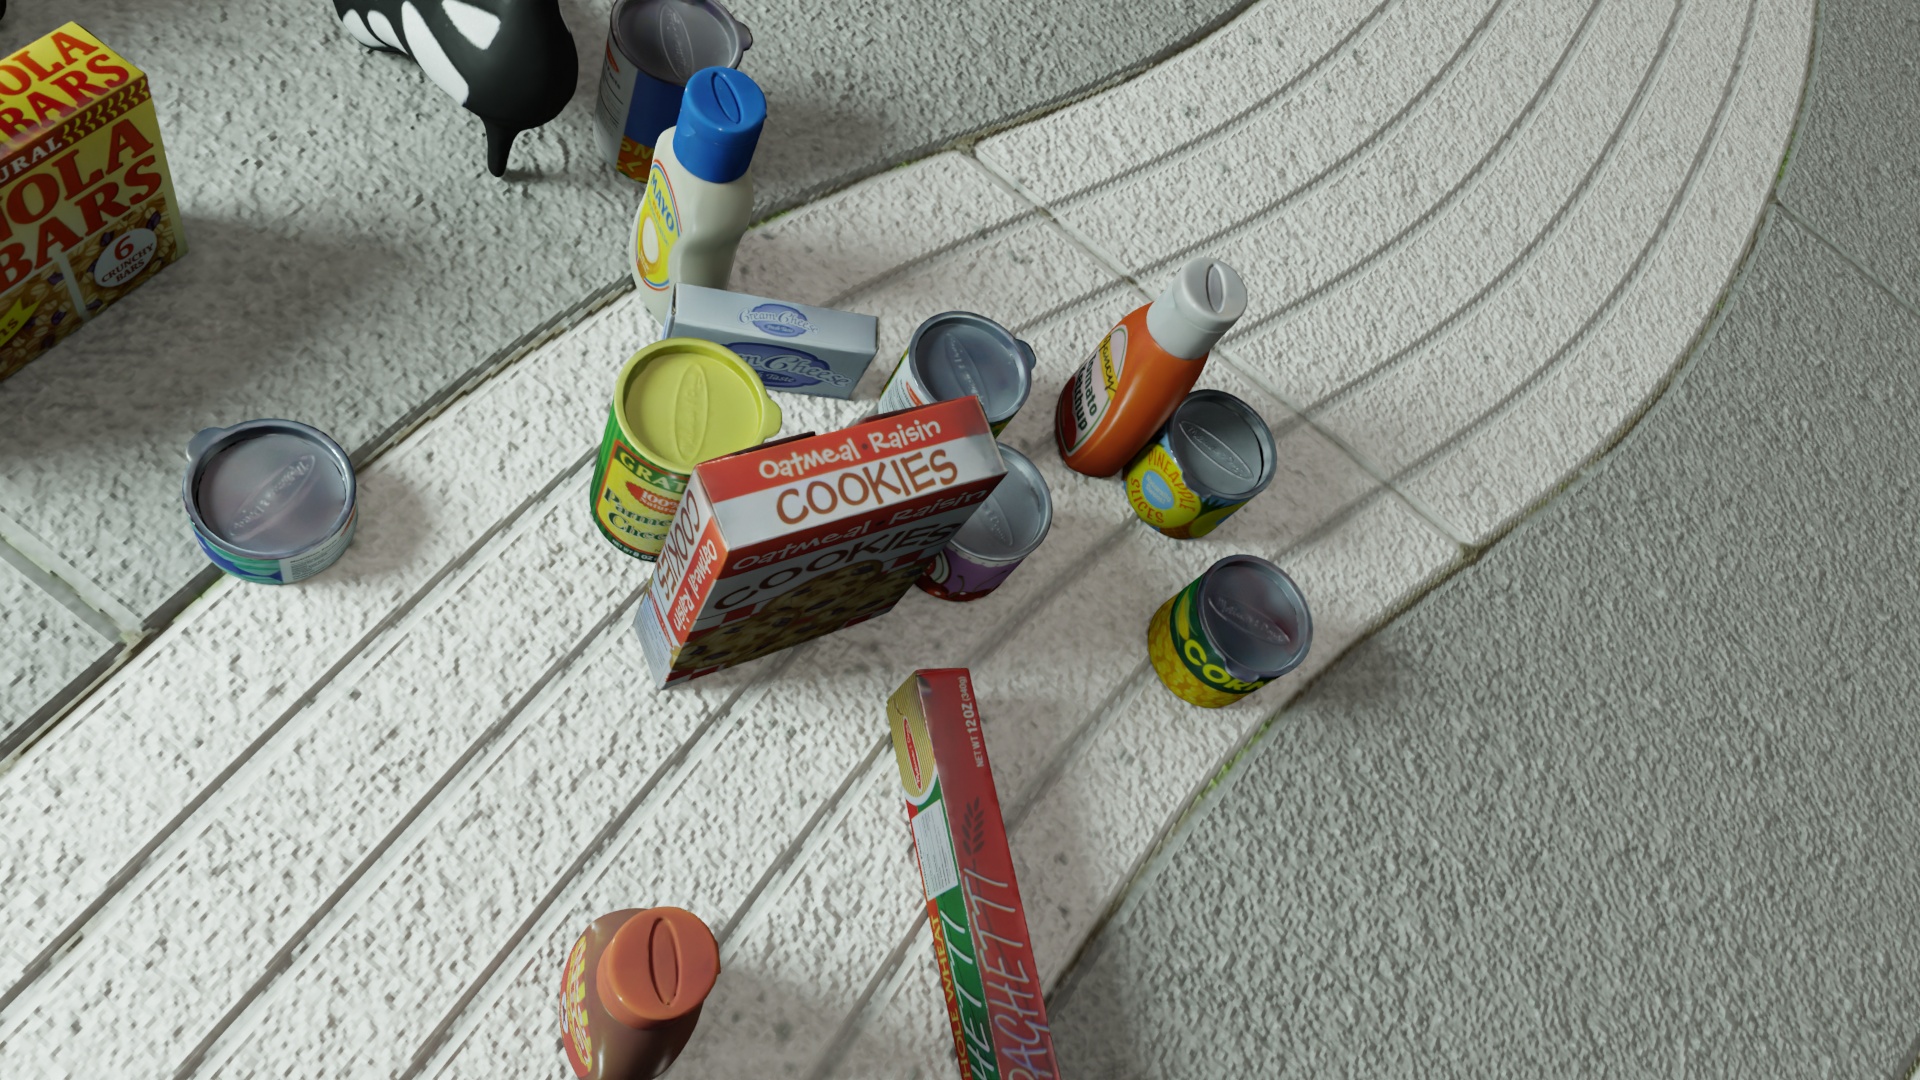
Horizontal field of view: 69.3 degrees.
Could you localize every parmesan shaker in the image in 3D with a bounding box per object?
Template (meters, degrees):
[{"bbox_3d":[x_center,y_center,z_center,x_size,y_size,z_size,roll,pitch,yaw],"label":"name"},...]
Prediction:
[{"bbox_3d":[-0.127,-0.037,0.632,0.071,0.102,0.071,9,64,-18],"label":"parmesan shaker"}]

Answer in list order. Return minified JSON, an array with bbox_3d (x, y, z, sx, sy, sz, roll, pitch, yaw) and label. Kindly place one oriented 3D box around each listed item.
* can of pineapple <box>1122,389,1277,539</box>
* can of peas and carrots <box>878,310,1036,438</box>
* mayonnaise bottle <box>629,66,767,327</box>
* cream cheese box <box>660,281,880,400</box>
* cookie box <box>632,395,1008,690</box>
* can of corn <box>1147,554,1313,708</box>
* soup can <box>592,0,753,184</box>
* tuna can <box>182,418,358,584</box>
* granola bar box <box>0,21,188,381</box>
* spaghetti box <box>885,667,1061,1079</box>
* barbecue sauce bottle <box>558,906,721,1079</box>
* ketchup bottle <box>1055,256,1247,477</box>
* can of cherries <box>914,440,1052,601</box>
[{"bbox_3d":[0.128,-0.040,0.760,0.071,0.057,0.071,9,64,-18],"label":"can of pineapple"},{"bbox_3d":[-0.002,-0.078,0.726,0.071,0.058,0.071,9,64,-18],"label":"can of peas and carrots"},{"bbox_3d":[-0.126,-0.164,0.666,0.041,0.147,0.065,-16,73,-27],"label":"mayonnaise bottle"},{"bbox_3d":[-0.098,-0.099,0.702,0.104,0.053,0.024,7,64,-18],"label":"cream cheese box"},{"bbox_3d":[-0.067,0.003,0.599,0.123,0.166,0.040,-18,74,-27],"label":"cookie box"},{"bbox_3d":[0.138,0.050,0.721,0.071,0.058,0.071,9,64,-18],"label":"can of corn"},{"bbox_3d":[-0.152,-0.237,0.728,0.071,0.083,0.071,9,64,-18],"label":"soup can"},{"bbox_3d":[-0.297,-0.018,0.597,0.071,0.032,0.071,9,64,-18],"label":"tuna can"},{"bbox_3d":[-0.396,-0.114,0.551,0.039,0.123,0.166,39,59,-1],"label":"granola bar box"},{"bbox_3d":[0.009,0.181,0.614,0.029,0.050,0.251,-4,68,-23],"label":"spaghetti box"},{"bbox_3d":[-0.120,0.165,0.513,0.044,0.148,0.065,-1,67,-22],"label":"barbecue sauce bottle"},{"bbox_3d":[0.097,-0.090,0.718,0.043,0.148,0.065,10,63,-17],"label":"ketchup bottle"},{"bbox_3d":[0.002,-0.009,0.696,0.071,0.058,0.072,9,64,-18],"label":"can of cherries"}]
